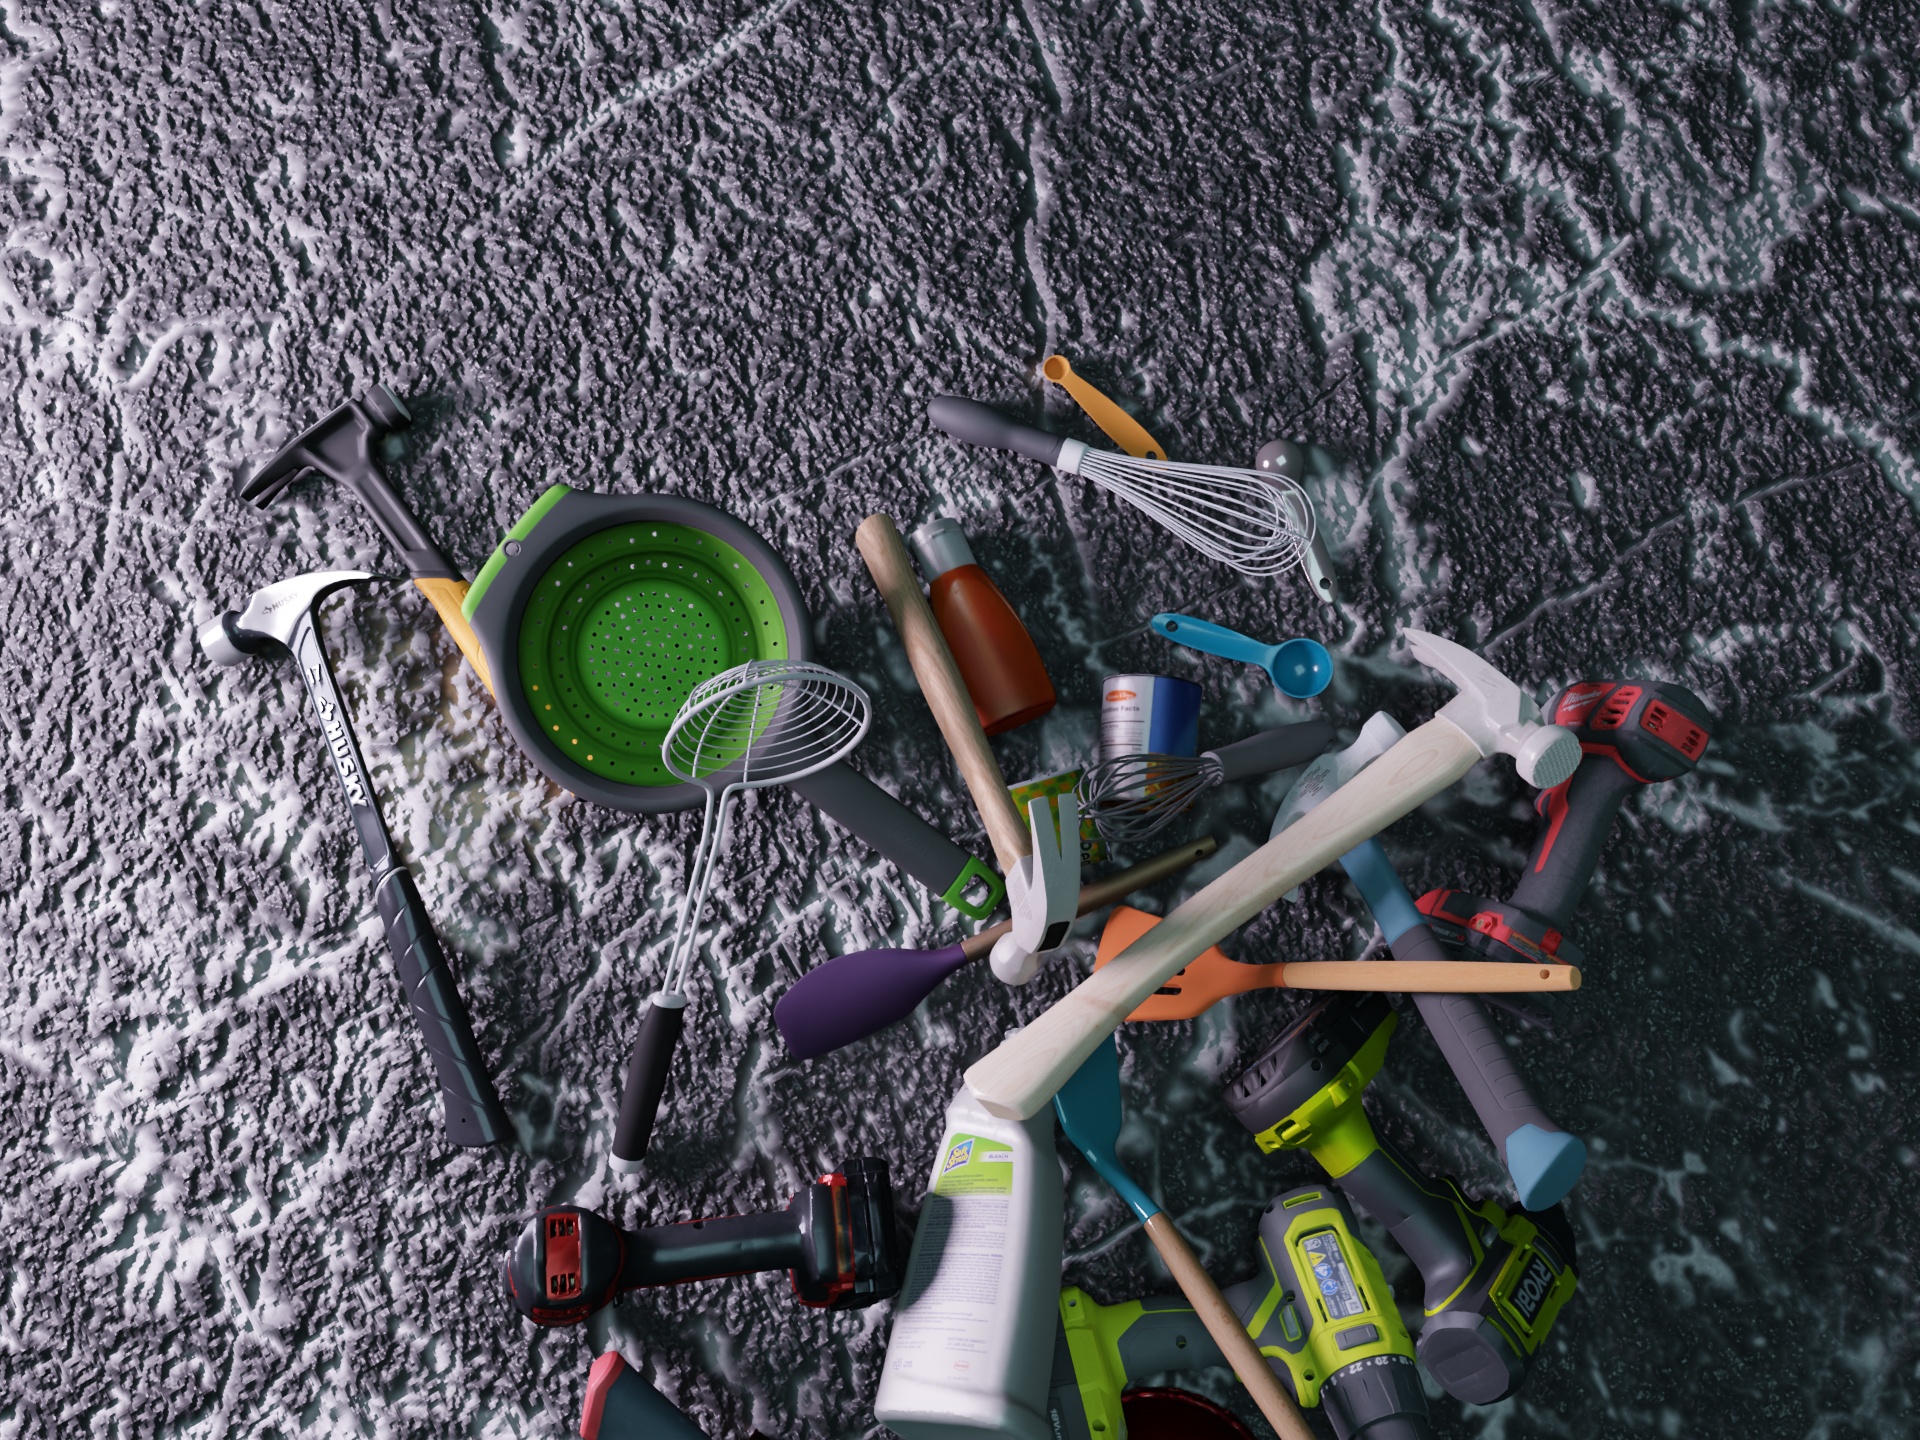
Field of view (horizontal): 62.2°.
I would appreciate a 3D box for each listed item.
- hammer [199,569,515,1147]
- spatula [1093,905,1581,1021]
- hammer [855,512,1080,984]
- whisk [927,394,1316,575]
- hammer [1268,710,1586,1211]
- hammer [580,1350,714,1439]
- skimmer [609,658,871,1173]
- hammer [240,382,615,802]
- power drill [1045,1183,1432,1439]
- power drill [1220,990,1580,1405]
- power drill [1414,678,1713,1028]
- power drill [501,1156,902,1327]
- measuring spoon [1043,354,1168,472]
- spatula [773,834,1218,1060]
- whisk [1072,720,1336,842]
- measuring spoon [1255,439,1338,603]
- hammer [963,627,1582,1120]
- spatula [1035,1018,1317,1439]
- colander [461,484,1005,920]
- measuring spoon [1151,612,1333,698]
[{"bbox_3d":[-0.381,0.090,1.062,0.149,0.036,0.409,-25,83,17],"label":"hammer"},{"bbox_3d":[0.211,0.150,0.950,0.041,0.323,0.081,30,65,-35],"label":"spatula"},{"bbox_3d":[-0.002,-0.003,1.026,0.031,0.130,0.332,-9,58,-26],"label":"hammer"},{"bbox_3d":[0.108,-0.173,1.101,0.284,0.070,0.070,22,81,10],"label":"whisk"},{"bbox_3d":[0.274,0.138,0.943,0.128,0.033,0.331,-45,36,21],"label":"hammer"},{"bbox_3d":[-0.067,0.501,0.936,0.143,0.038,0.386,-44,97,-8],"label":"hammer"},{"bbox_3d":[-0.153,0.130,0.983,0.127,0.090,0.363,8,104,-39],"label":"skimmer"},{"bbox_3d":[-0.356,-0.075,1.105,0.127,0.034,0.337,-39,81,-6],"label":"hammer"},{"bbox_3d":[0.157,0.394,0.943,0.228,0.080,0.191,-16,43,1],"label":"power drill"},{"bbox_3d":[0.278,0.275,0.971,0.223,0.171,0.080,51,127,11],"label":"power drill"},{"bbox_3d":[0.371,0.072,1.007,0.078,0.143,0.220,31,87,-10],"label":"power drill"},{"bbox_3d":[-0.163,0.329,0.972,0.226,0.187,0.080,-1,66,-16],"label":"power drill"},{"bbox_3d":[0.103,-0.216,1.131,0.117,0.011,0.021,44,86,5],"label":"measuring spoon"},{"bbox_3d":[0.025,0.142,1.058,0.316,0.018,0.059,-23,103,-3],"label":"spatula"},{"bbox_3d":[0.160,0.034,1.012,0.239,0.055,0.055,-14,77,-37],"label":"whisk"},{"bbox_3d":[0.239,-0.140,1.106,0.034,0.018,0.124,-18,80,-2],"label":"measuring spoon"},{"bbox_3d":[0.170,0.100,0.977,0.410,0.038,0.146,-37,41,0],"label":"hammer"},{"bbox_3d":[0.134,0.310,0.941,0.044,0.082,0.318,-52,50,20],"label":"spatula"},{"bbox_3d":[-0.138,0.005,1.066,0.397,0.094,0.204,37,85,-10],"label":"colander"},{"bbox_3d":[0.193,-0.048,1.095,0.129,0.021,0.042,20,81,14],"label":"measuring spoon"}]
